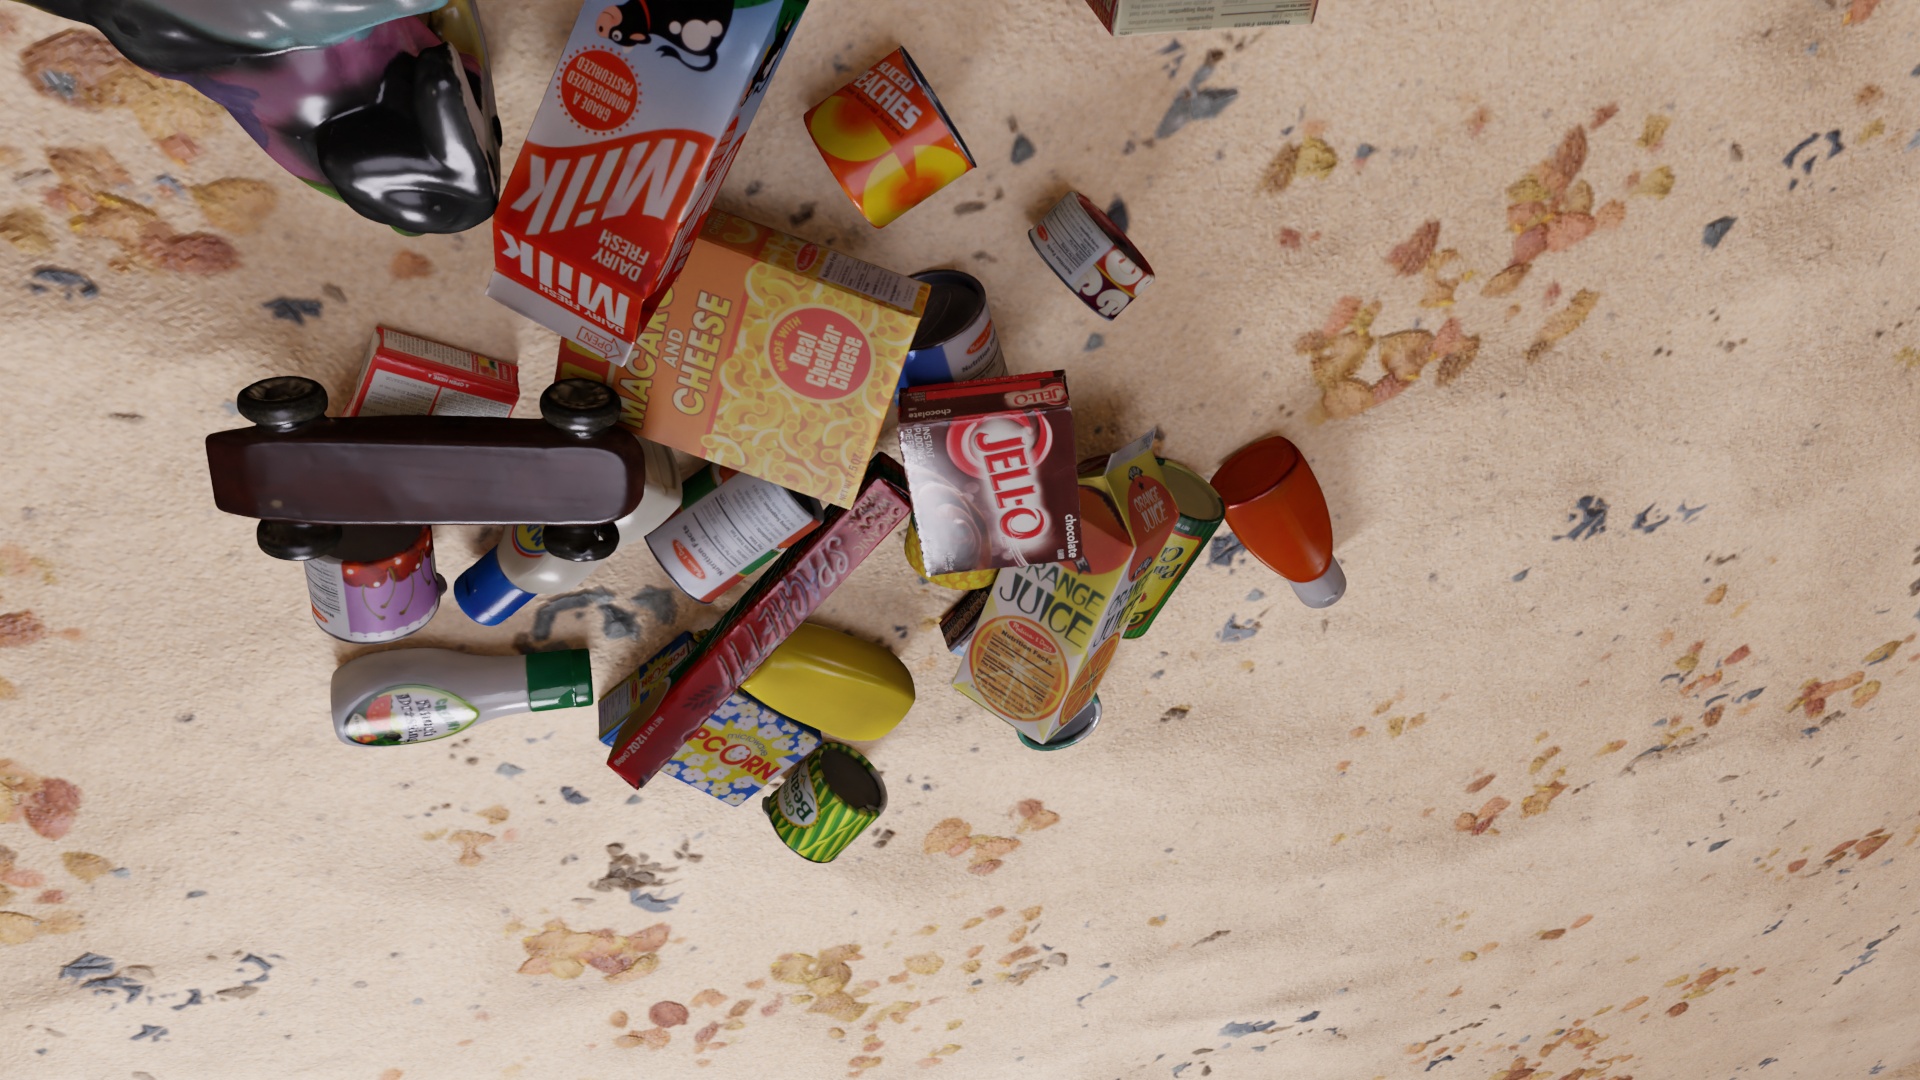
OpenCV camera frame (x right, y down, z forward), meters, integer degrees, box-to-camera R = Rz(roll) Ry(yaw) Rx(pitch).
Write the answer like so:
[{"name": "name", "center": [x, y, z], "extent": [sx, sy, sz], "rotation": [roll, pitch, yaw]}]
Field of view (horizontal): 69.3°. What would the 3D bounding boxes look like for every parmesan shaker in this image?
[{"name": "parmesan shaker", "center": [0.115, 0.004, 0.900], "extent": [0.071, 0.071, 0.102], "rotation": [11, 126, -27]}]

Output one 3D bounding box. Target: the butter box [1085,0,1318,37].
[{"name": "butter box", "center": [0.113, -0.264, 0.660], "extent": [0.104, 0.053, 0.024], "rotation": [-8, 136, -12]}]

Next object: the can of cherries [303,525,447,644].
[{"name": "can of cherries", "center": [-0.318, 0.012, 0.754], "extent": [0.071, 0.072, 0.058], "rotation": [-3, 131, -17]}]

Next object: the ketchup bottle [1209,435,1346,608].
[{"name": "ketchup bottle", "center": [0.224, -0.005, 0.944], "extent": [0.064, 0.044, 0.148], "rotation": [-33, 134, 8]}]

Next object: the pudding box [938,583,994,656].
[{"name": "pudding box", "center": [0.033, 0.064, 0.950], "extent": [0.083, 0.030, 0.049], "rotation": [25, 118, -36]}]

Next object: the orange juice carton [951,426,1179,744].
[{"name": "orange juice carton", "center": [0.070, 0.021, 0.846], "extent": [0.072, 0.073, 0.191], "rotation": [-28, 144, -57]}]

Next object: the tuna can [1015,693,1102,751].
[{"name": "tuna can", "center": [0.066, 0.121, 1.011], "extent": [0.071, 0.033, 0.070], "rotation": [-10, 134, -11]}]

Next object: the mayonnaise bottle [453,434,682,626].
[{"name": "mayonnaise bottle", "center": [-0.221, -0.005, 0.775], "extent": [0.147, 0.065, 0.041], "rotation": [-36, 145, 19]}]

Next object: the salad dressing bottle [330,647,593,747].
[{"name": "salad dressing bottle", "center": [-0.301, 0.091, 0.846], "extent": [0.148, 0.044, 0.064], "rotation": [-6, 132, -15]}]

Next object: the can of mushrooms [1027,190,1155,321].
[{"name": "can of mushrooms", "center": [0.071, -0.151, 0.741], "extent": [0.033, 0.071, 0.071], "rotation": [-43, 131, 20]}]

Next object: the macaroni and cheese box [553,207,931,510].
[{"name": "macaroni and cheese box", "center": [-0.113, -0.098, 0.700], "extent": [0.166, 0.040, 0.123], "rotation": [19, 125, -5]}]

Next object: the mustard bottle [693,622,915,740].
[{"name": "mustard bottle", "center": [-0.105, 0.082, 0.905], "extent": [0.160, 0.049, 0.065], "rotation": [27, 118, -35]}]

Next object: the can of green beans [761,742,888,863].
[{"name": "can of green beans", "center": [-0.094, 0.187, 0.992], "extent": [0.071, 0.071, 0.057], "rotation": [26, 118, -36]}]

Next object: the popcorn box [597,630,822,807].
[{"name": "popcorn box", "center": [-0.165, 0.122, 0.926], "extent": [0.085, 0.038, 0.126], "rotation": [-38, 132, 17]}]

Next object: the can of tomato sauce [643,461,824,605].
[{"name": "can of tomato sauce", "center": [-0.130, -0.014, 0.793], "extent": [0.083, 0.071, 0.071], "rotation": [-35, 133, 8]}]

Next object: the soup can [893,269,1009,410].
[{"name": "soup can", "center": [-0.011, -0.096, 0.764], "extent": [0.071, 0.071, 0.083], "rotation": [-20, 135, -1]}]

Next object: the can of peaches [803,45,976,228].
[{"name": "can of peaches", "center": [-0.035, -0.192, 0.663], "extent": [0.058, 0.071, 0.071], "rotation": [-31, 134, 11]}]

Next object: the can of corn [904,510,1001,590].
[{"name": "can of corn", "center": [0.003, -0.011, 0.841], "extent": [0.071, 0.071, 0.058], "rotation": [-2, 132, -18]}]

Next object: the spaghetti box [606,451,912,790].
[{"name": "spaghetti box", "center": [-0.119, 0.048, 0.825], "extent": [0.028, 0.050, 0.249], "rotation": [41, 103, -16]}]

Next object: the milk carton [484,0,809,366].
[{"name": "milk carton", "center": [-0.138, -0.173, 0.599], "extent": [0.072, 0.074, 0.190], "rotation": [28, 107, -8]}]
